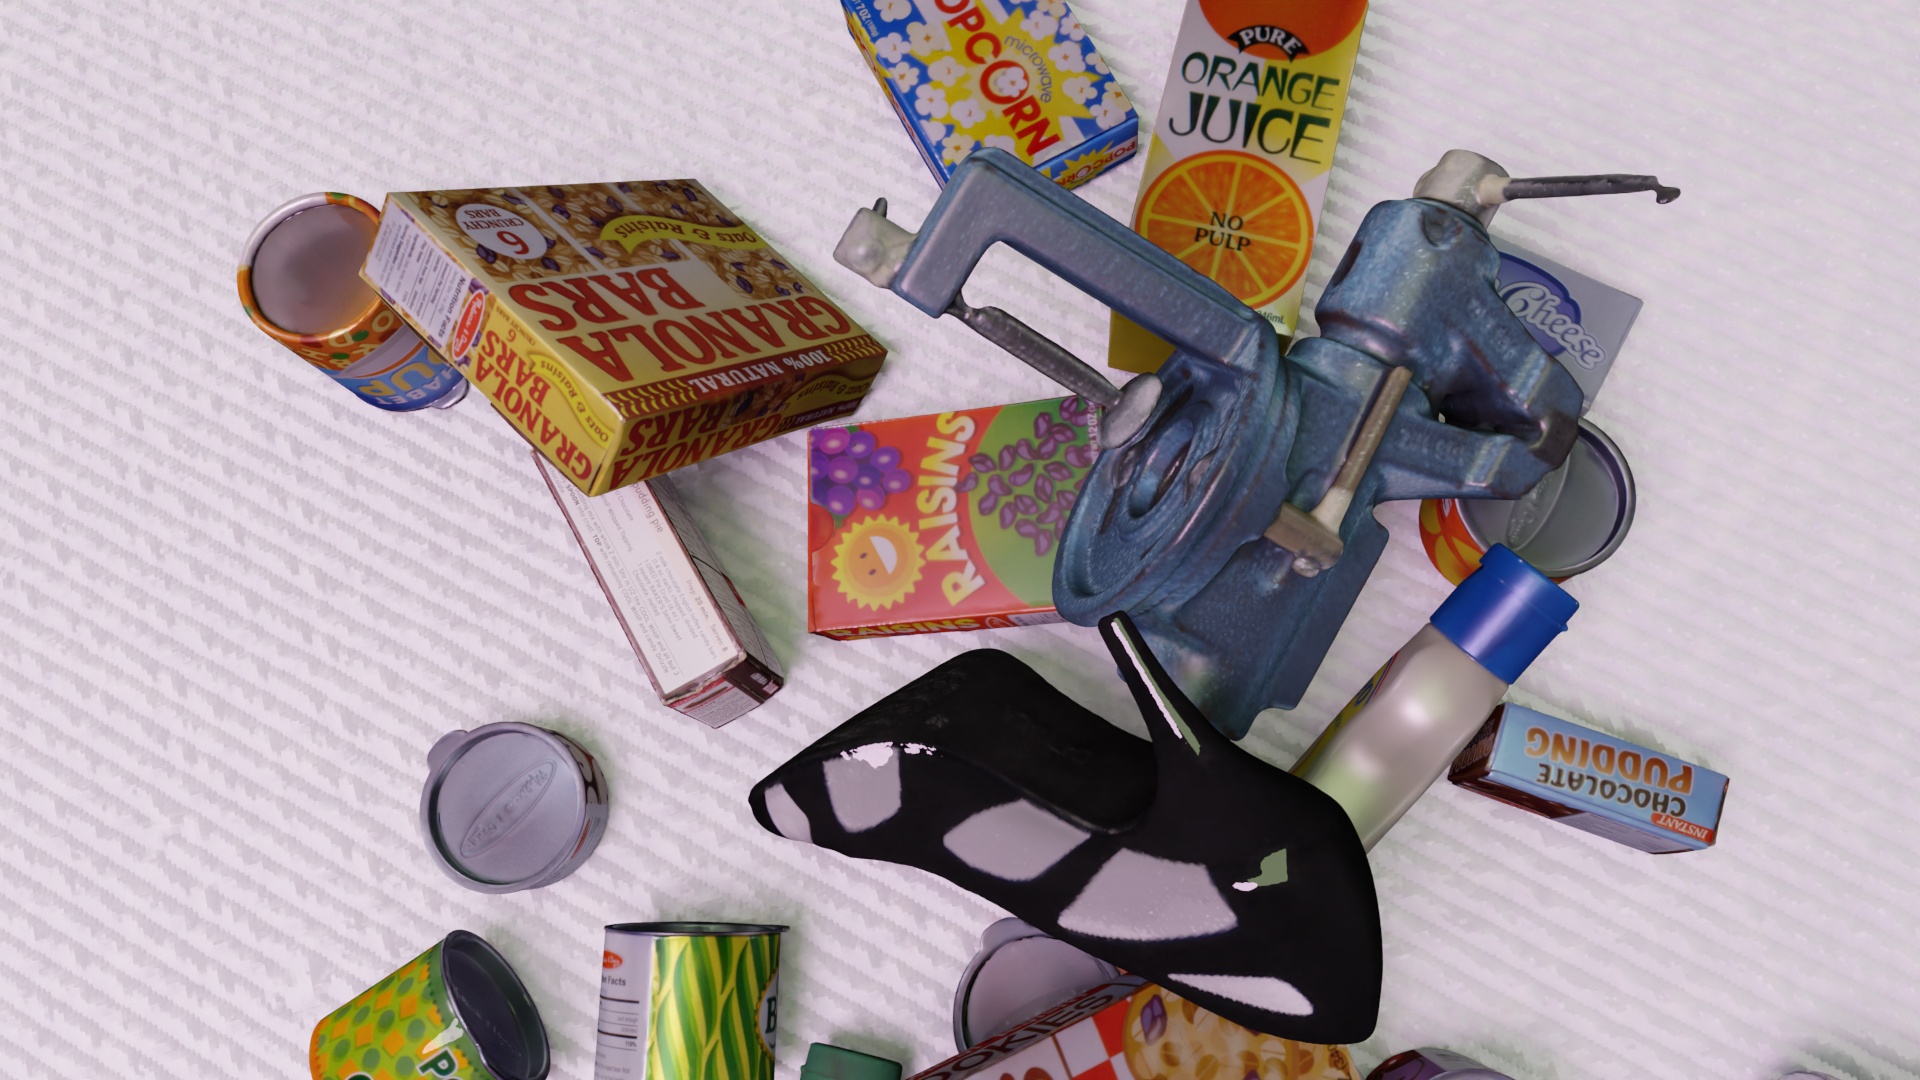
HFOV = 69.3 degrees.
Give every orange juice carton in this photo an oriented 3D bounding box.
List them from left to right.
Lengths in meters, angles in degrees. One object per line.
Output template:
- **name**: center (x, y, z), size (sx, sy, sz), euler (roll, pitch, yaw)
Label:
- **orange juice carton**: center (0.118, -0.164, 0.579), size (0.072, 0.073, 0.193), euler (14, 77, 7)

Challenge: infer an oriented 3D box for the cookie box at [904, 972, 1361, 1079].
- **cookie box**: center (0.054, 0.207, 0.432), size (0.168, 0.040, 0.123), euler (-17, 79, -23)

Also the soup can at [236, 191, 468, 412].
- **soup can**: center (-0.247, -0.096, 0.581), size (0.071, 0.083, 0.071), euler (-1, 77, 3)

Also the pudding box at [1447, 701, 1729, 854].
- **pudding box**: center (0.234, 0.090, 0.522), size (0.084, 0.049, 0.030), euler (18, 77, 8)

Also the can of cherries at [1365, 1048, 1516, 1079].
- **can of cherries**: center (0.174, 0.220, 0.491), size (0.071, 0.058, 0.071), euler (-1, 77, 3)

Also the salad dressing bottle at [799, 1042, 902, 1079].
- **salad dressing bottle**: center (-0.055, 0.260, 0.497), size (0.044, 0.064, 0.148), euler (13, 70, -1)

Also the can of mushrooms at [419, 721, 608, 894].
- **can of mushrooms**: center (-0.178, 0.105, 0.554), size (0.071, 0.033, 0.071), euler (-1, 77, 4)

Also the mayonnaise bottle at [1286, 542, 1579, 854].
- **mayonnaise bottle**: center (0.160, 0.068, 0.505), size (0.041, 0.065, 0.147), euler (40, 102, 12)

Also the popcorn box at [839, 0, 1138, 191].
- **popcorn box**: center (0.012, -0.207, 0.614), size (0.085, 0.038, 0.127), euler (-28, 77, -2)

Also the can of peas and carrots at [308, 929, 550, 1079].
- **can of peas and carrots**: center (-0.196, 0.191, 0.516), size (0.059, 0.071, 0.071), euler (-33, 77, -3)

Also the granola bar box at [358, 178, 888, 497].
- **granola bar box**: center (-0.121, -0.085, 0.535), size (0.124, 0.166, 0.039), euler (42, 120, 12)

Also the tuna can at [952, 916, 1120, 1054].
- **tuna can**: center (0.030, 0.176, 0.523), size (0.071, 0.032, 0.071), euler (-1, 77, 3)

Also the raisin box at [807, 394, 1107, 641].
- **raisin box**: center (0.002, -0.007, 0.554), size (0.123, 0.040, 0.086), euler (-6, 78, 15)

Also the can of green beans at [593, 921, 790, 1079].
- **can of green beans**: center (-0.101, 0.173, 0.516), size (0.071, 0.071, 0.058), euler (0, 78, 4)

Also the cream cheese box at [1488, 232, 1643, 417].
- **cream cheese box**: center (0.223, -0.096, 0.581), size (0.104, 0.024, 0.053), euler (27, 79, 10)

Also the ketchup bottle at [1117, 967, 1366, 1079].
- **ketchup bottle**: center (0.090, 0.152, 0.514), size (0.149, 0.065, 0.043), euler (51, 129, 9)

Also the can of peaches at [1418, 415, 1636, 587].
- **can of peaches**: center (0.217, -0.014, 0.544), size (0.071, 0.058, 0.071), euler (-1, 77, 4)
